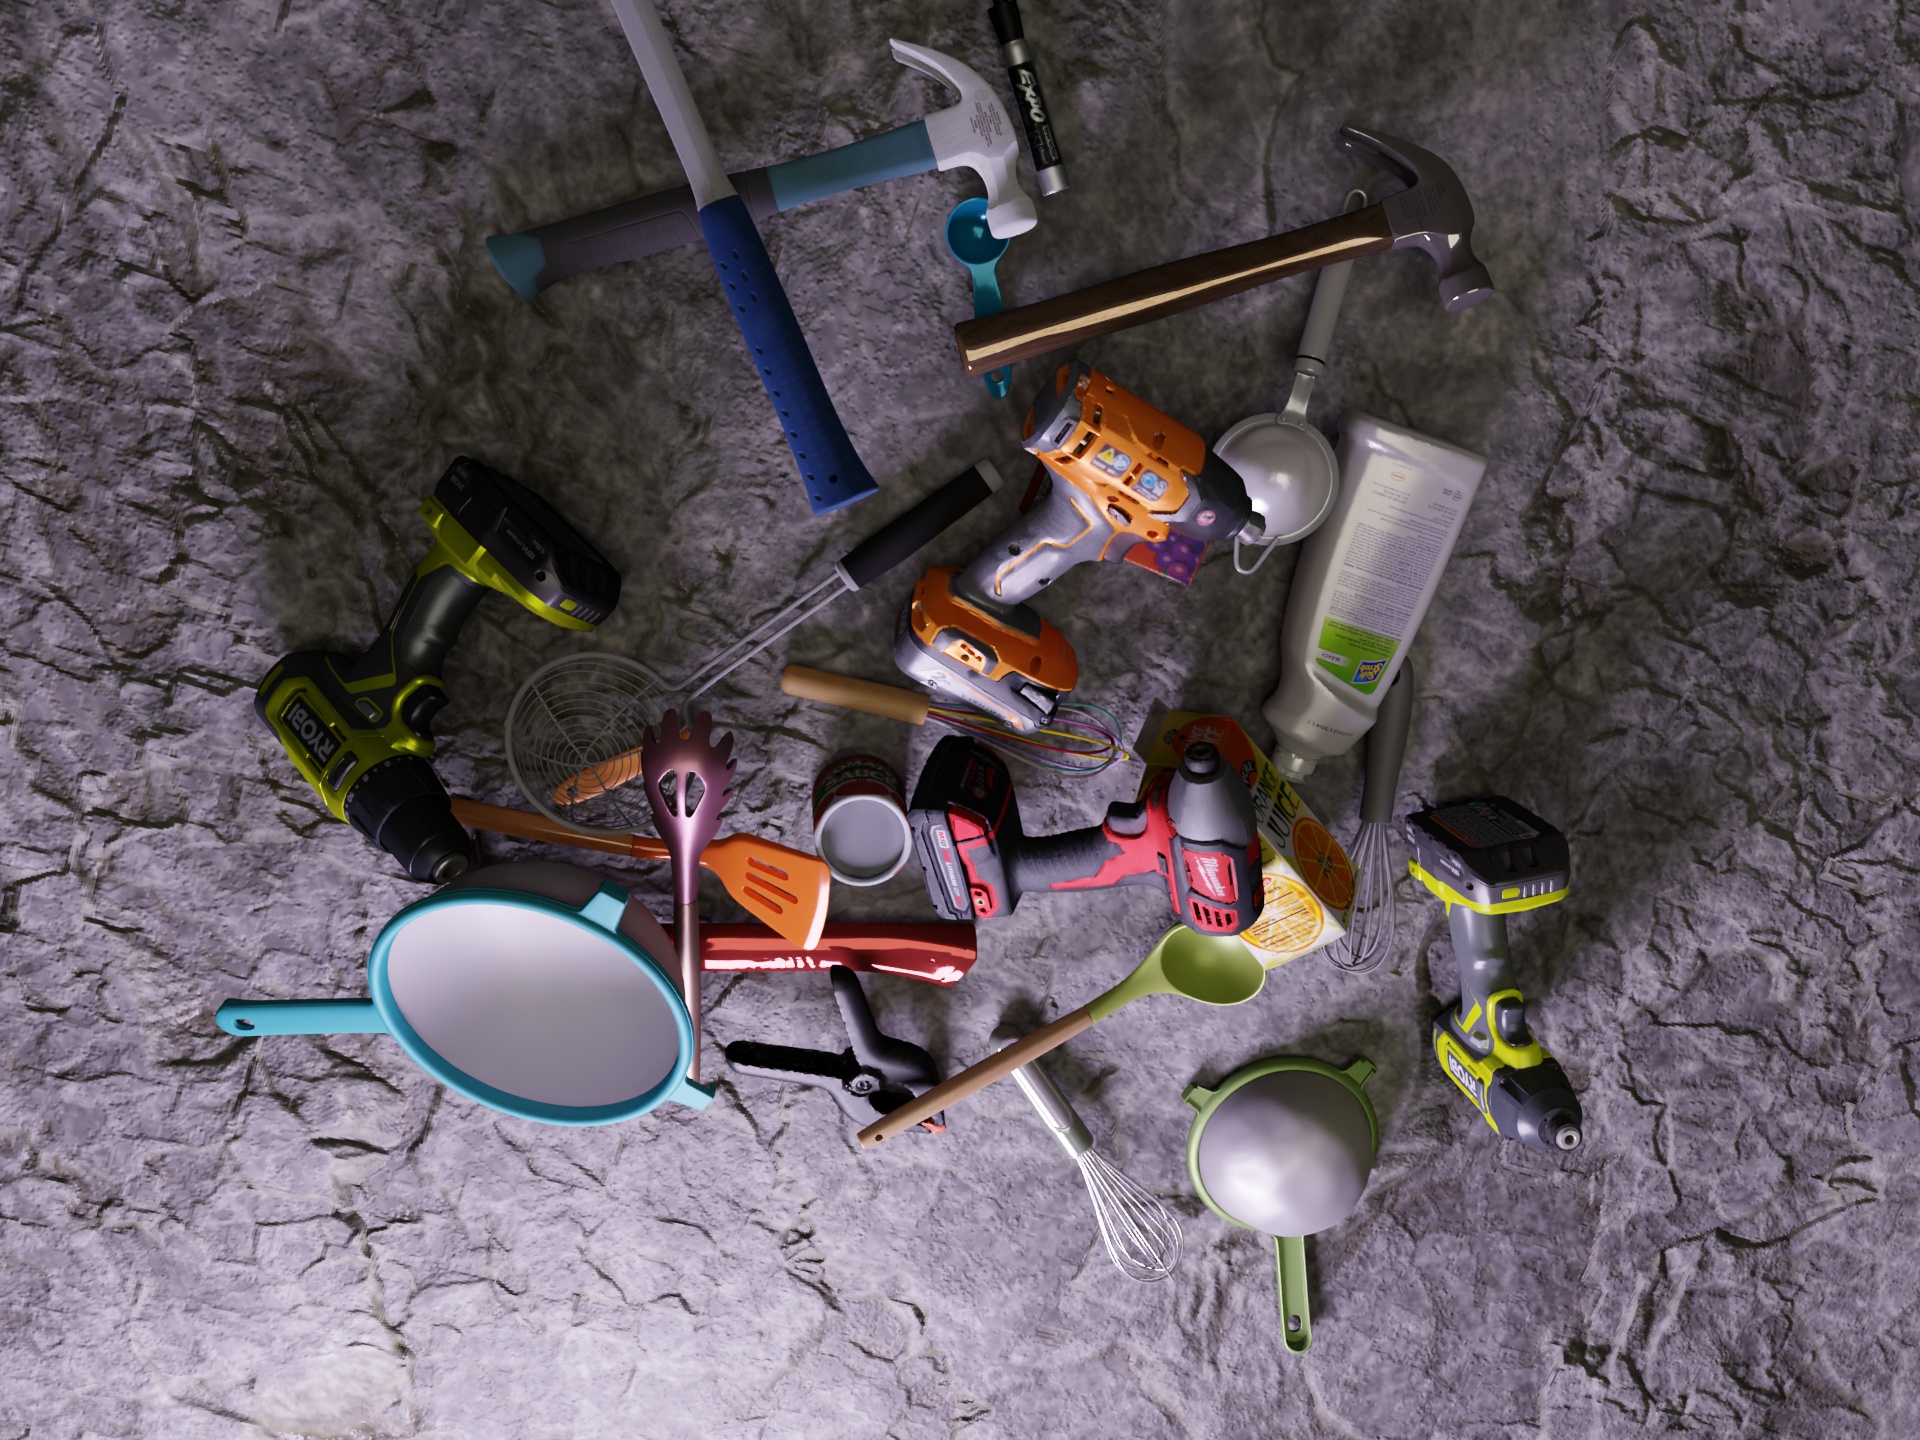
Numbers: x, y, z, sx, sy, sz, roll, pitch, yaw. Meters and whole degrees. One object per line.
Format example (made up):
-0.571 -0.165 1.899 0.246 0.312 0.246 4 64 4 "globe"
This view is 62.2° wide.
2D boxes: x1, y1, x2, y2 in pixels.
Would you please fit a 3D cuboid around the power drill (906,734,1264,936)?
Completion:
0.085 0.071 1.039 0.220 0.079 0.143 1 130 19 "power drill"

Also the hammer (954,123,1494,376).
0.157 -0.282 1.005 0.331 0.031 0.130 -16 81 2 "hammer"

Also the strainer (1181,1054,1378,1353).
0.256 0.385 1.211 0.151 0.069 0.256 -8 105 -4 "strainer"

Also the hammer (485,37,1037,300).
-0.128 -0.321 0.977 0.331 0.033 0.128 -15 93 2 "hammer"

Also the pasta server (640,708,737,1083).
-0.180 0.131 1.054 0.060 0.040 0.316 4 126 -2 "pasta server"

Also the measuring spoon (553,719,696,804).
-0.227 0.031 1.090 0.117 0.011 0.021 -25 107 2 "measuring spoon"

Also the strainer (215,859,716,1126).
-0.326 0.166 1.050 0.340 0.095 0.210 -4 126 15 "strainer"

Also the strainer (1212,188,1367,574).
0.221 -0.221 1.027 0.087 0.050 0.258 16 88 1 "strainer"

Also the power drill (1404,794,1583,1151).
0.380 0.179 1.115 0.080 0.171 0.223 -12 104 -3 "power drill"

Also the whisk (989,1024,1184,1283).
0.094 0.326 1.191 0.058 0.059 0.246 -36 102 -8 "whisk"

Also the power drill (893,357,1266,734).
0.075 -0.099 1.010 0.164 0.084 0.226 28 123 -16 "power drill"

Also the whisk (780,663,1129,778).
-0.001 -0.004 1.088 0.245 0.047 0.051 13 106 -6 "whisk"

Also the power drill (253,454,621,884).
-0.319 -0.030 0.990 0.191 0.080 0.228 42 97 25 "power drill"

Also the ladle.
0.072 0.228 1.132 0.320 0.062 0.078 -28 113 -6 "ladle"

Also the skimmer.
-0.126 -0.060 1.032 0.363 0.090 0.127 -35 89 3 "skimmer"

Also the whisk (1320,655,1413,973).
0.295 0.069 1.140 0.055 0.055 0.239 5 101 -7 "whisk"

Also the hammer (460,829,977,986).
-0.168 0.151 1.119 0.359 0.037 0.149 0 106 -5 "hammer"

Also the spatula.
-0.245 0.084 1.064 0.322 0.041 0.081 11 124 -3 "spatula"

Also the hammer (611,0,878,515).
-0.153 -0.314 0.944 0.144 0.035 0.405 -23 95 3 "hammer"

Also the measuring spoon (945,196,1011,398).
0.016 -0.273 1.028 0.042 0.021 0.128 -10 116 -3 "measuring spoon"
